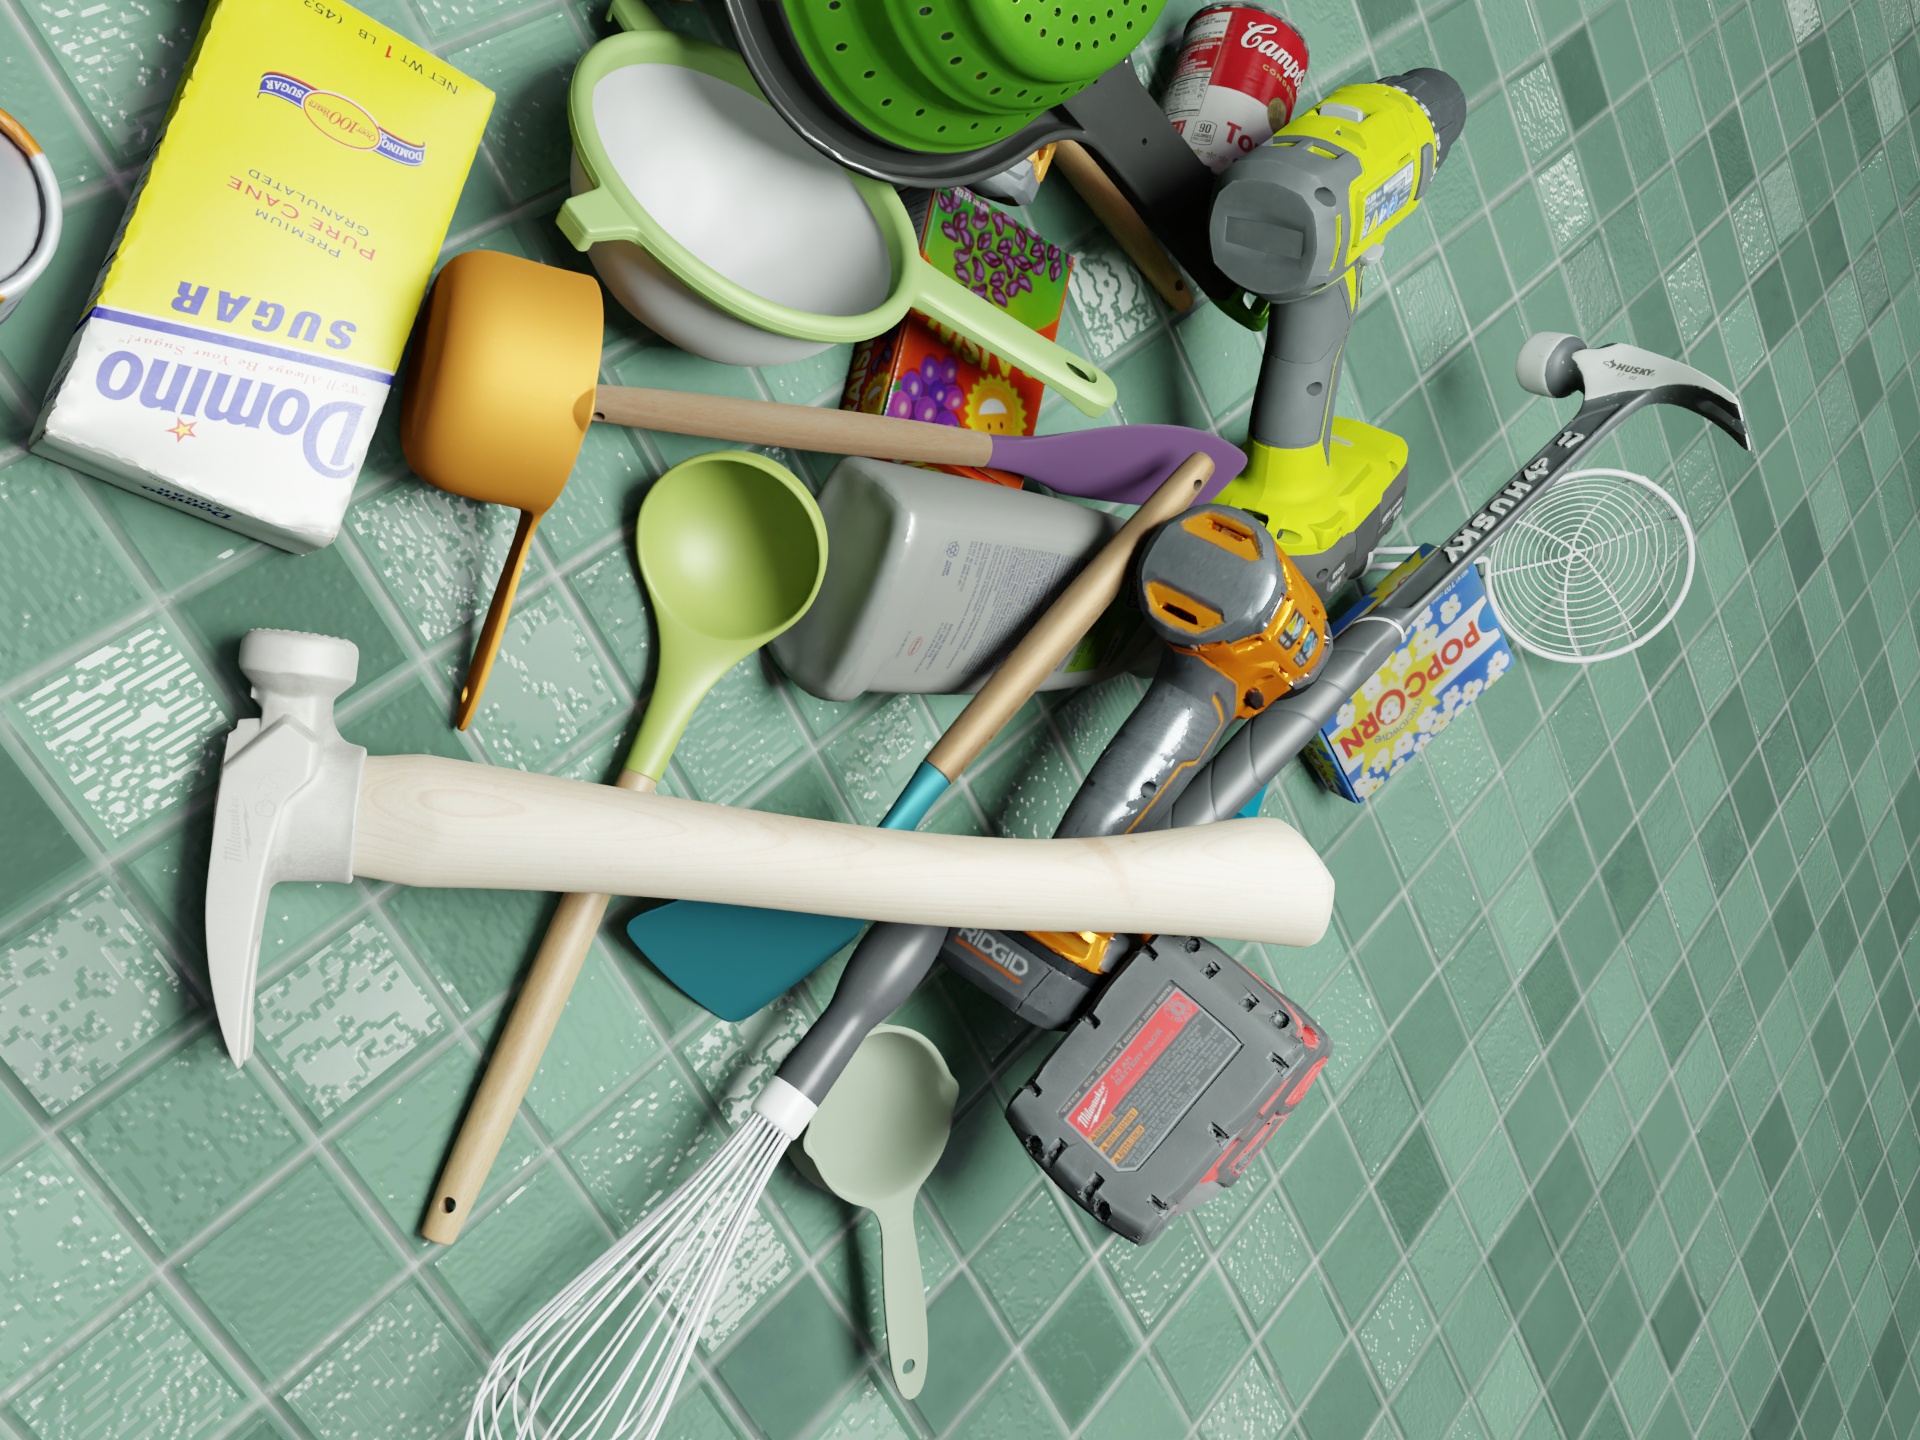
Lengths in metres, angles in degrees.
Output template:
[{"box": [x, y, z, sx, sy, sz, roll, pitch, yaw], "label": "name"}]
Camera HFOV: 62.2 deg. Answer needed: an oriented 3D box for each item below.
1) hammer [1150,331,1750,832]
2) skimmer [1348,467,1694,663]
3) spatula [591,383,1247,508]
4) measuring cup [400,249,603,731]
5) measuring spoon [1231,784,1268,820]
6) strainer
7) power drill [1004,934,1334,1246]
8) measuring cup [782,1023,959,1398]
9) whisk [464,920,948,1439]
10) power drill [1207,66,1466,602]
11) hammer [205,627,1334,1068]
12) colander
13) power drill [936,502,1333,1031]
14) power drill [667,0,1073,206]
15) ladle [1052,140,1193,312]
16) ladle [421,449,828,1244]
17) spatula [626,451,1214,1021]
[{"box": [0.232, -0.056, 0.824, 0.409, 0.149, 0.036, -43, 126, -10], "label": "hammer"}, {"box": [0.294, -0.087, 0.931, 0.363, 0.090, 0.127, -6, 117, -37], "label": "skimmer"}, {"box": [-0.011, -0.119, 0.675, 0.315, 0.059, 0.018, 2, 62, -27], "label": "spatula"}, {"box": [-0.178, -0.082, 0.569, 0.052, 0.095, 0.173, 13, 101, -30], "label": "measuring cup"}, {"box": [0.154, 0.033, 0.870, 0.042, 0.021, 0.129, 49, 52, -38], "label": "measuring spoon"}, {"box": [-0.052, -0.173, 0.649, 0.256, 0.069, 0.152, 24, 46, -29], "label": "strainer"}, {"box": [0.103, 0.177, 0.731, 0.143, 0.079, 0.219, -49, 156, -2], "label": "power drill"}, {"box": [-0.039, 0.213, 0.696, 0.083, 0.038, 0.167, -11, 99, -38], "label": "measuring cup"}, {"box": [-0.089, 0.177, 0.619, 0.070, 0.070, 0.285, 48, 67, -28], "label": "whisk"}, {"box": [0.183, -0.192, 0.775, 0.190, 0.080, 0.228, -43, 144, -39], "label": "power drill"}, {"box": [-0.054, 0.063, 0.588, 0.410, 0.038, 0.146, 7, 86, -15], "label": "hammer"}, {"box": [0.064, -0.268, 0.645, 0.396, 0.095, 0.204, 32, 89, -47], "label": "colander"}, {"box": [0.092, 0.028, 0.721, 0.226, 0.084, 0.164, -60, 152, 2], "label": "power drill"}, {"box": [-0.023, -0.343, 0.655, 0.226, 0.084, 0.185, 16, 101, -38], "label": "power drill"}, {"box": [0.023, -0.311, 0.756, 0.315, 0.031, 0.069, 44, 77, -32], "label": "ladle"}, {"box": [-0.135, 0.043, 0.608, 0.078, 0.062, 0.320, 21, 77, 2], "label": "ladle"}, {"box": [-0.001, -0.002, 0.667, 0.317, 0.044, 0.082, -48, 132, -13], "label": "spatula"}]
